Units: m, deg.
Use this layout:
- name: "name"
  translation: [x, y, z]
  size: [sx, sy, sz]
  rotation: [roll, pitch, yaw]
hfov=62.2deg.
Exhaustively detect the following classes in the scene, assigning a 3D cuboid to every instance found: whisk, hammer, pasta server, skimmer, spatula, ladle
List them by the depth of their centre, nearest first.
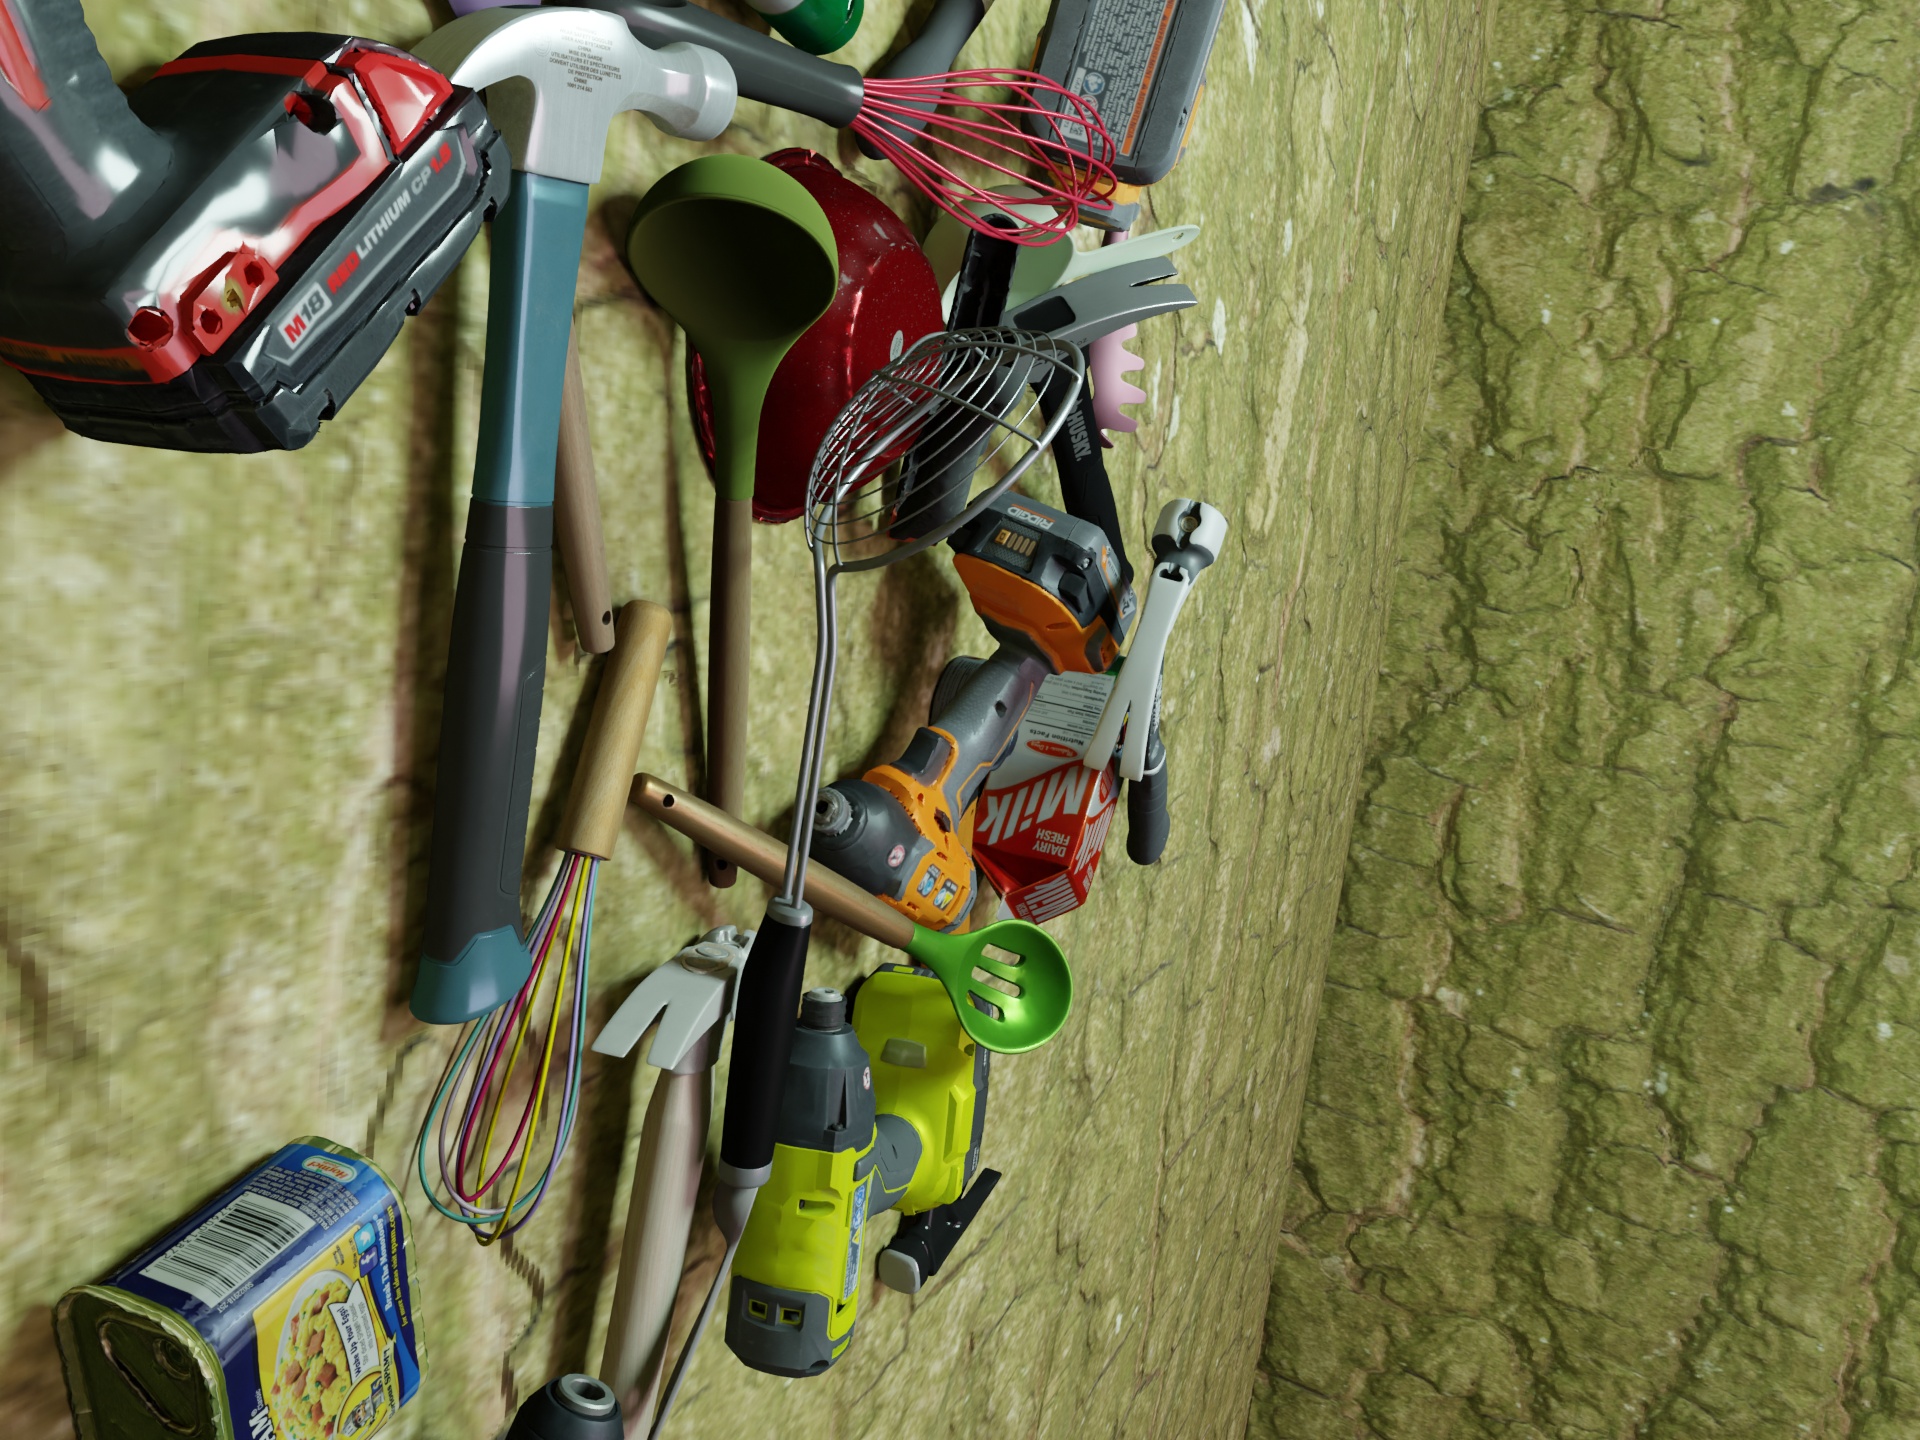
- name: "hammer"
  translation: [-0.146, -0.058, 0.518]
  size: [0.128, 0.033, 0.331]
  rotation: [-9, 113, -53]
- name: "spatula"
  translation: [-0.140, -0.166, 0.522]
  size: [0.060, 0.018, 0.315]
  rotation: [-43, 139, -51]
- name: "whisk"
  translation: [-0.150, 0.071, 0.599]
  size: [0.047, 0.051, 0.245]
  rotation: [99, 3, -78]
- name: "whisk"
  translation: [-0.032, -0.240, 0.625]
  size: [0.295, 0.073, 0.073]
  rotation: [-4, 105, -49]
- name: "ladle"
  translation: [-0.094, -0.061, 0.640]
  size: [0.062, 0.078, 0.320]
  rotation: [-83, 179, -62]
- name: "skimmer"
  translation: [-0.032, 0.021, 0.642]
  size: [0.090, 0.127, 0.363]
  rotation: [5, 104, -25]
- name: "hammer"
  translation: [-0.148, 0.300, 0.679]
  size: [0.146, 0.038, 0.410]
  rotation: [-38, 139, -81]
- name: "whisk"
  translation: [0.017, -0.370, 0.764]
  size: [0.285, 0.070, 0.070]
  rotation: [-63, 154, -23]
- name: "hammer"
  translation: [0.078, -0.155, 0.963]
  size: [0.035, 0.146, 0.334]
  rotation: [62, 1, 22]
- name: "pasta server"
  translation: [0.105, -0.324, 0.964]
  size: [0.040, 0.060, 0.316]
  rotation: [-7, 113, -51]
- name: "hammer"
  translation: [0.118, 0.022, 0.994]
  size: [0.408, 0.036, 0.149]
  rotation: [75, 34, -68]
- name: "hammer"
  translation: [-0.008, 0.191, 1.002]
  size: [0.127, 0.034, 0.336]
  rotation: [-38, 135, -57]

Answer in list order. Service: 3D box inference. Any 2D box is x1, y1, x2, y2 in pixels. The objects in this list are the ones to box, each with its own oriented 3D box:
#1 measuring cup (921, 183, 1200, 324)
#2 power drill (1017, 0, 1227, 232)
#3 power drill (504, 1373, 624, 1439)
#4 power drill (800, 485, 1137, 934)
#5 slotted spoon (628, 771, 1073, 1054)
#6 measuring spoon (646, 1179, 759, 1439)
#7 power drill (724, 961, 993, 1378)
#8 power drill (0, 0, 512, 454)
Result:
- name: "measuring cup"
  translation: [0.053, -0.249, 0.821]
  size: [0.167, 0.038, 0.083]
  rotation: [-21, 163, -29]
- name: "power drill"
  translation: [0.091, -0.357, 0.824]
  size: [0.226, 0.084, 0.185]
  rotation: [-70, 177, -77]
- name: "power drill"
  translation: [-0.202, 0.325, 0.514]
  size: [0.190, 0.080, 0.228]
  rotation: [-67, 159, 1]
- name: "power drill"
  translation: [-0.001, -0.003, 0.827]
  size: [0.226, 0.084, 0.164]
  rotation: [-60, 155, -8]
- name: "slotted spoon"
  translation: [-0.042, 0.091, 0.755]
  size: [0.313, 0.031, 0.070]
  rotation: [36, 70, -45]
- name: "measuring spoon"
  translation: [-0.113, 0.246, 0.675]
  size: [0.034, 0.018, 0.124]
  rotation: [124, -12, -75]
- name: "power drill"
  translation: [-0.049, 0.203, 0.808]
  size: [0.223, 0.080, 0.171]
  rotation: [-11, 108, -75]
- name: "power drill"
  translation: [-0.185, -0.189, 0.329]
  size: [0.188, 0.080, 0.226]
  rotation: [-66, 152, -30]
